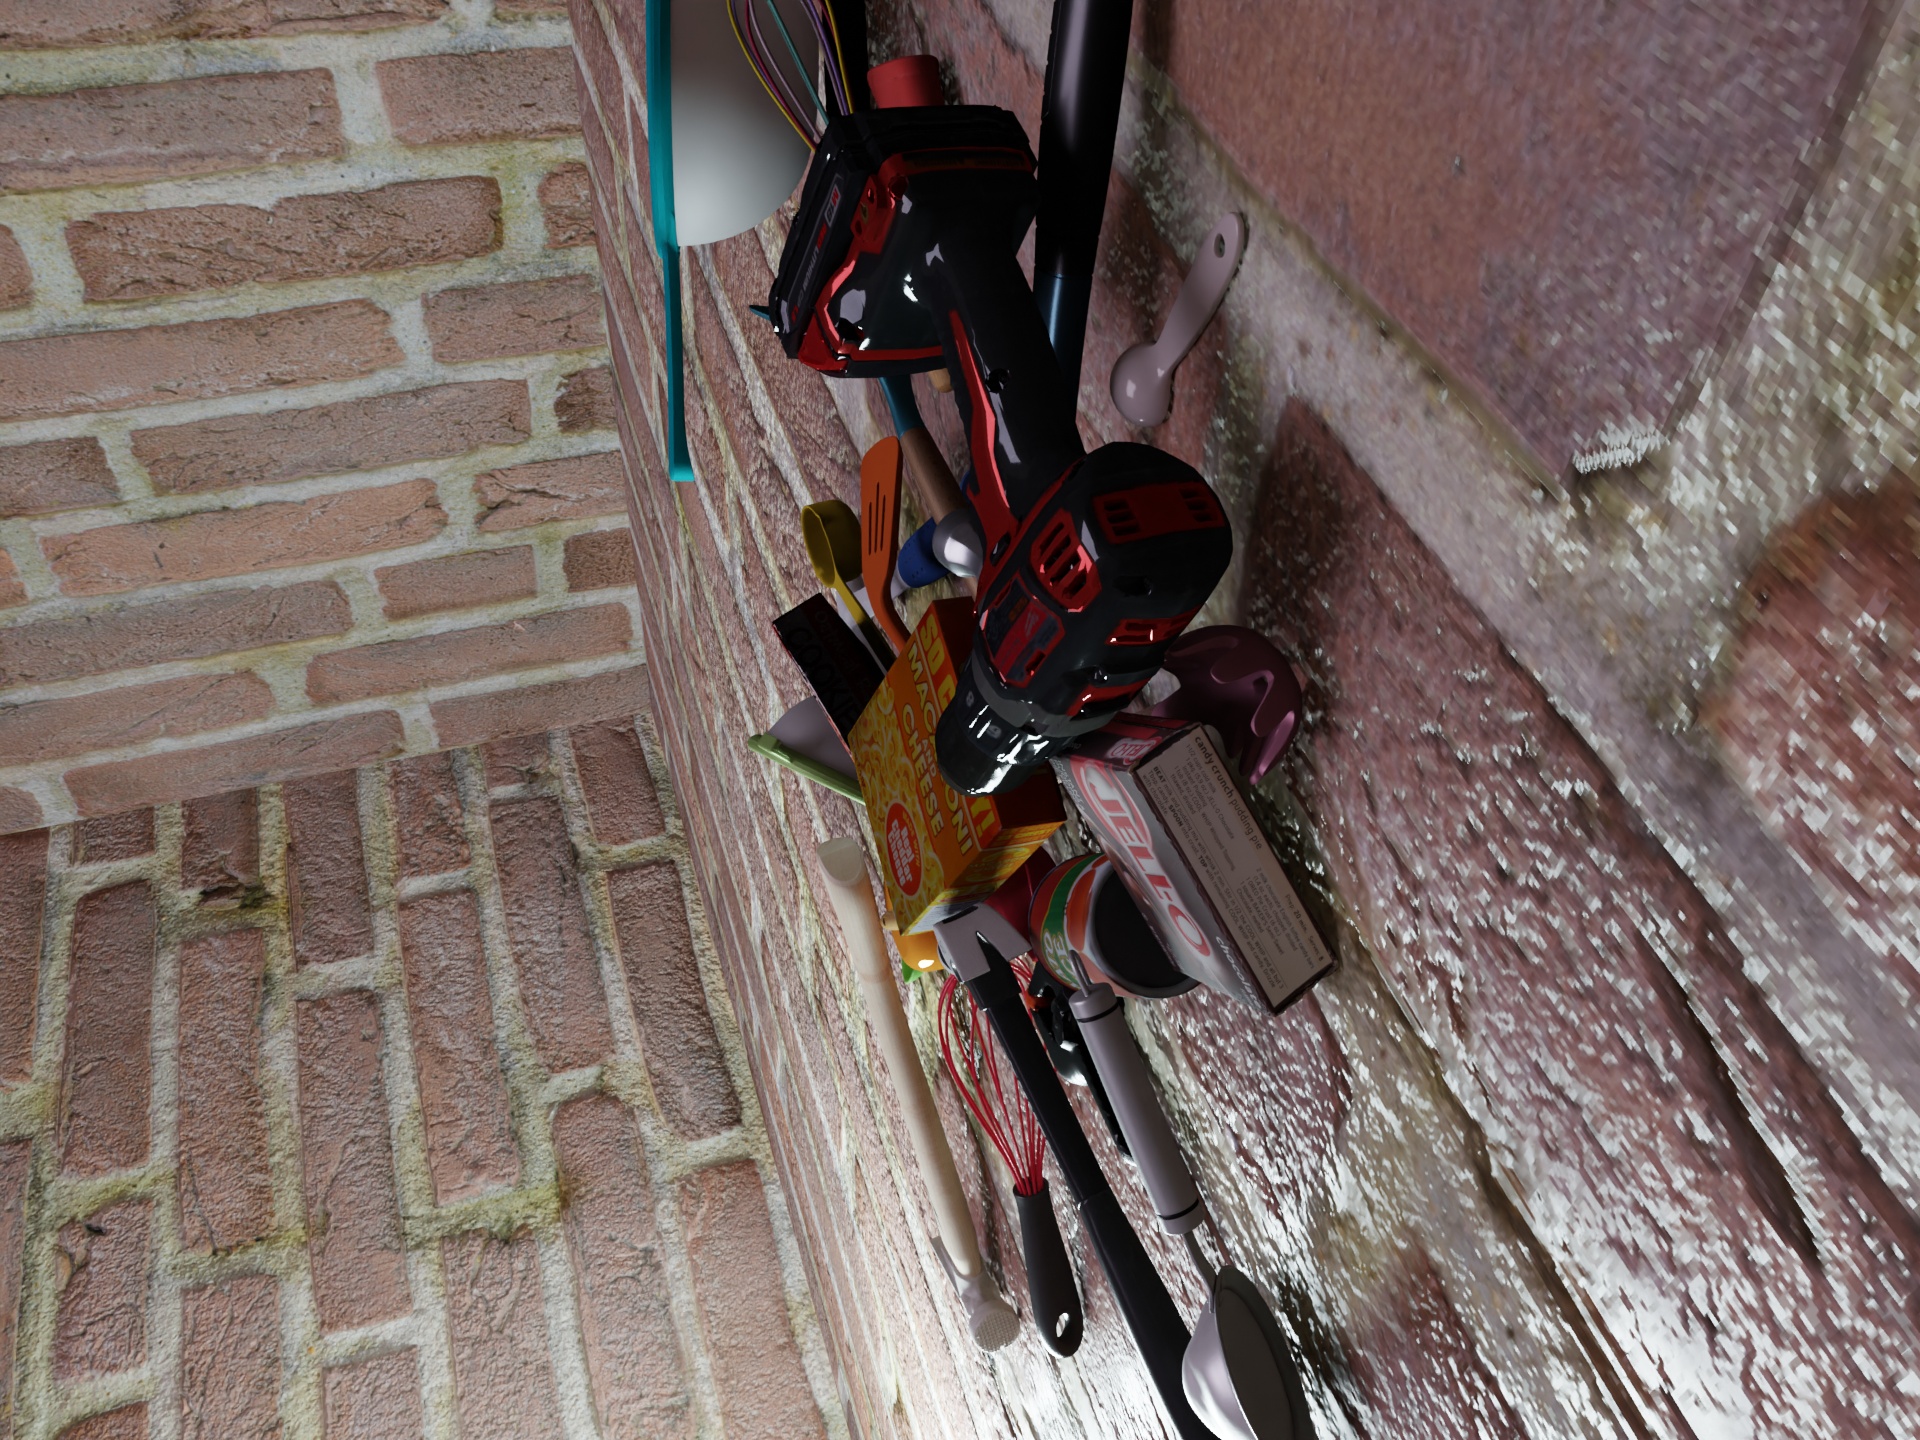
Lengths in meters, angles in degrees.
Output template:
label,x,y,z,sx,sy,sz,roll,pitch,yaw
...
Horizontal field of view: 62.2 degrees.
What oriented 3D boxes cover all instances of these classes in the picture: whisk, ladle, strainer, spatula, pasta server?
label,x,y,z,sx,sy,sz,roll,pitch,yaw
whisk,0.039,0.275,0.992,0.073,0.073,0.295,-141,37,-68
ladle,0.000,0.111,0.945,0.315,0.031,0.069,152,111,-69
whisk,-0.053,-0.289,0.841,0.244,0.047,0.051,63,171,-16
strainer,-0.081,0.019,1.175,0.069,0.151,0.256,-64,13,-2
spatula,-0.001,-0.003,0.914,0.322,0.041,0.081,67,163,-7
pasta server,0.076,0.008,0.693,0.060,0.040,0.316,53,165,0
strainer,-0.130,-0.310,0.925,0.211,0.095,0.340,-162,71,-82
strainer,0.093,0.213,0.665,0.258,0.050,0.087,68,-162,-5
spatula,-0.017,-0.114,0.789,0.044,0.082,0.318,-54,50,41

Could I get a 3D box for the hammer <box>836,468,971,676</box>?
label,x,y,z,sx,sy,sz,roll,pitch,yaw
hammer,-0.032,-0.091,1.021,0.405,0.035,0.144,163,96,-75

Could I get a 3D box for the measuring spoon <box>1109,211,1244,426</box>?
label,x,y,z,sx,sy,sz,roll,pitch,yaw
measuring spoon,0.079,-0.150,0.601,0.124,0.018,0.034,119,137,-67

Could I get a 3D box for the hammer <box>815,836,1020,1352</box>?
label,x,y,z,sx,sy,sz,roll,pitch,yaw
hammer,-0.040,0.275,1.213,0.146,0.038,0.410,-141,34,-69

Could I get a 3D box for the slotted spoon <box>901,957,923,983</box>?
label,x,y,z,sx,sy,sz,roll,pitch,yaw
slotted spoon,-0.059,0.048,1.246,0.070,0.031,0.314,134,125,-72

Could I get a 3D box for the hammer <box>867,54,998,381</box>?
label,x,y,z,sx,sy,sz,roll,pitch,yaw
hammer,0.016,-0.173,0.782,0.149,0.036,0.359,114,141,-65

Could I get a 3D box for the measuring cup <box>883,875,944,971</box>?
label,x,y,z,sx,sy,sz,roll,pitch,yaw
measuring cup,-0.014,0.126,1.080,0.173,0.052,0.095,139,119,-75

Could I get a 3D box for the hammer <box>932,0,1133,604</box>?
label,x,y,z,sx,sy,sz,roll,pitch,yaw
hammer,0.040,-0.188,0.612,0.128,0.033,0.330,44,137,50

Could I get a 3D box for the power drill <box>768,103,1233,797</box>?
label,x,y,z,sx,sy,sz,roll,pitch,yaw
power drill,0.004,-0.093,0.600,0.227,0.080,0.187,67,152,20

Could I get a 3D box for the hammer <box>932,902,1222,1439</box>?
label,x,y,z,sx,sy,sz,roll,pitch,yaw
hammer,0.071,0.243,0.764,0.146,0.035,0.335,103,142,-79

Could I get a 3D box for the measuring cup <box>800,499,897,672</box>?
label,x,y,z,sx,sy,sz,roll,pitch,yaw
measuring cup,-0.059,-0.080,1.029,0.157,0.029,0.062,58,158,26
